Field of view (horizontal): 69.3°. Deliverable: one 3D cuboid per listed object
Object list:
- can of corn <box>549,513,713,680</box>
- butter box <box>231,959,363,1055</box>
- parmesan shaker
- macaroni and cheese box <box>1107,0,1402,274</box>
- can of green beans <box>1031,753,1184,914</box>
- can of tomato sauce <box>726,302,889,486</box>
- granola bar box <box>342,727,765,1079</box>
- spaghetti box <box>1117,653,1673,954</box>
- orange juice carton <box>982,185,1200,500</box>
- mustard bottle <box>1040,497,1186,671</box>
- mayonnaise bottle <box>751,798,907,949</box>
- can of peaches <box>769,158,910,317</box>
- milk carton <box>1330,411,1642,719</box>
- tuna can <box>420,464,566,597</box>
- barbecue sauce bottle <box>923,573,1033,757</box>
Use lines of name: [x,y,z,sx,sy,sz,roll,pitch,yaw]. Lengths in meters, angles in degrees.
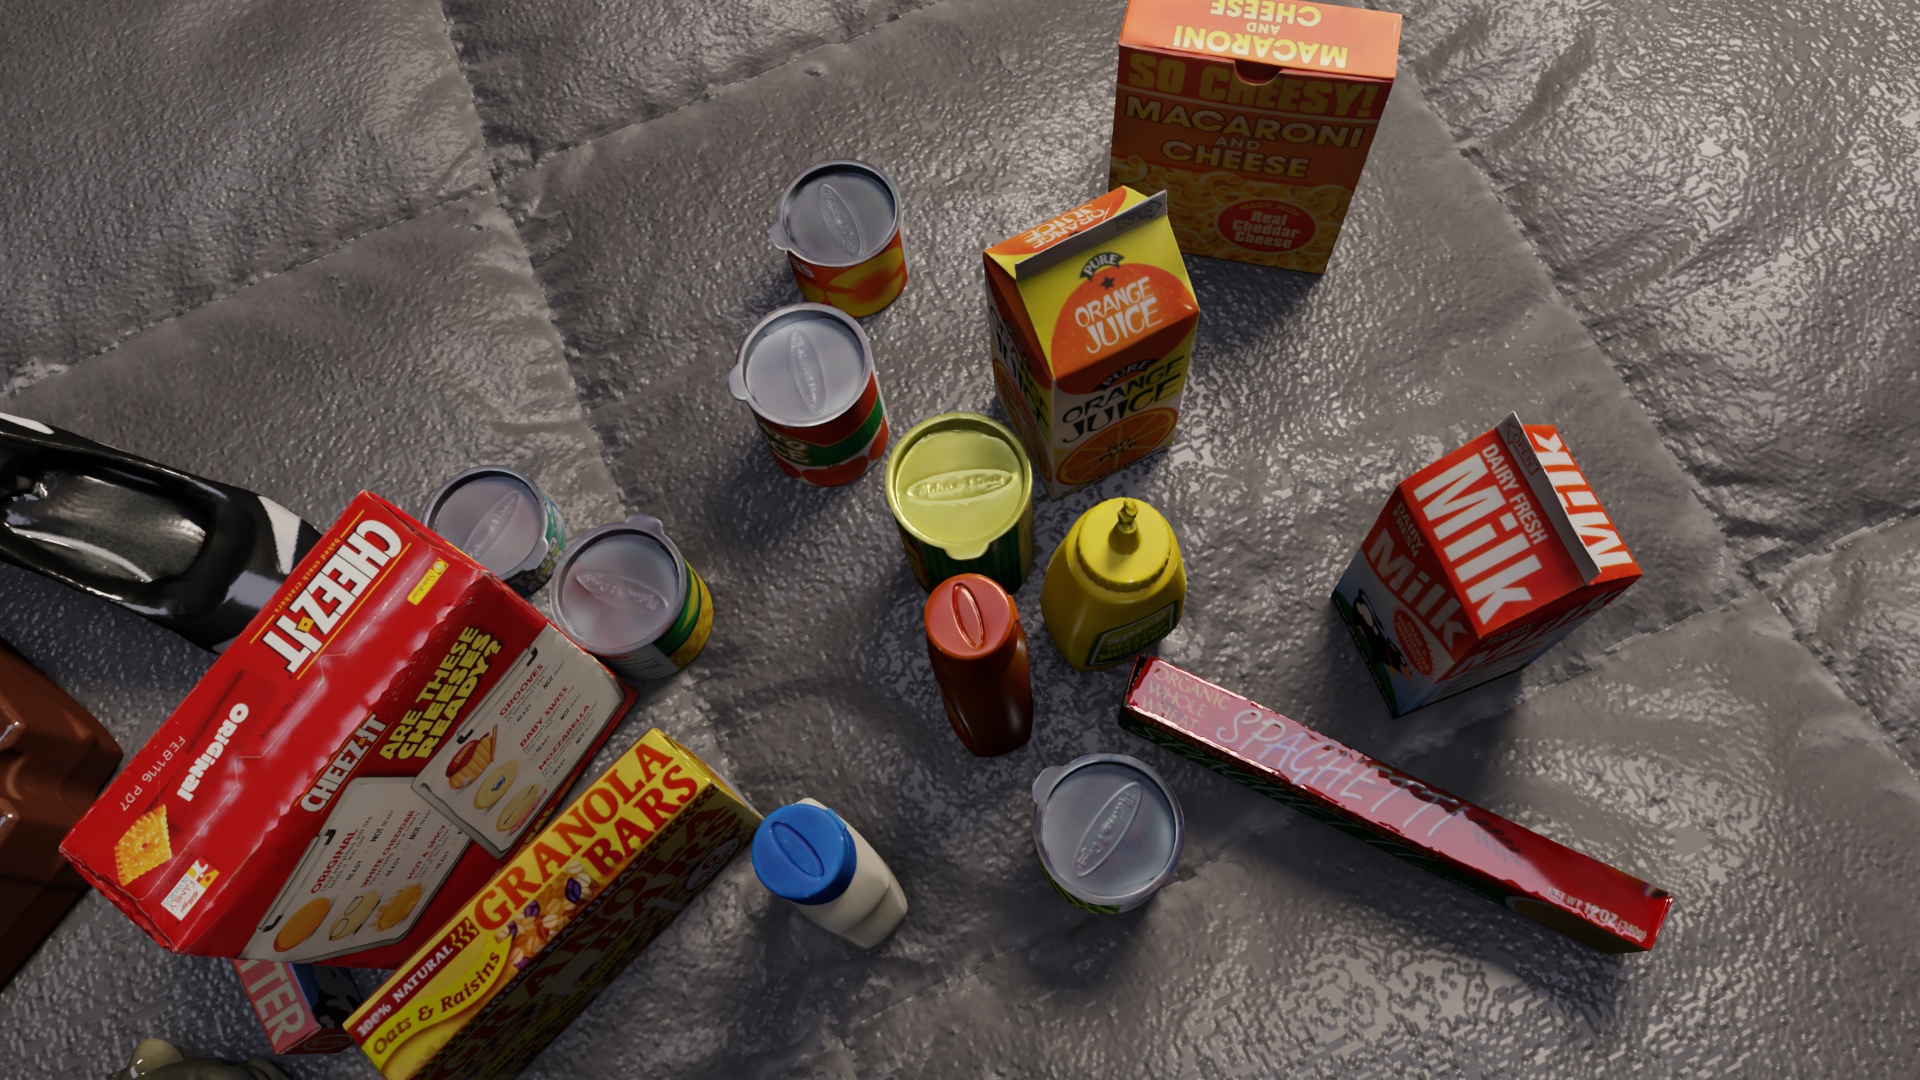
can of corn: [-0.160,0.029,0.687,0.071,0.058,0.071,-1,71,3]
butter box: [-0.314,0.187,0.643,0.024,0.053,0.104,-33,72,-8]
parmesan shaker: [0.002,-0.008,0.666,0.071,0.102,0.071,-1,71,3]
macaroni and cheese box: [0.138,-0.199,0.692,0.124,0.166,0.040,10,72,7]
can of green beans: [0.067,0.135,0.635,0.071,0.057,0.071,-1,71,3]
can of tomato sauce: [-0.074,-0.071,0.704,0.071,0.083,0.071,-1,71,3]
granola bar box: [-0.167,0.162,0.605,0.039,0.124,0.166,42,78,16]
spaghetti box: [0.189,0.120,0.637,0.250,0.050,0.029,24,74,11]
orange juice carton: [0.058,-0.095,0.646,0.072,0.192,0.073,-25,71,-5]
mustard bottle: [0.070,0.017,0.623,0.065,0.159,0.049,-24,71,-5]
mayonnaise bottle: [-0.058,0.141,0.593,0.041,0.147,0.065,-43,74,-11]
can of peaches: [-0.064,-0.161,0.749,0.071,0.058,0.071,-1,71,3]
milk carton: [0.224,0.013,0.599,0.073,0.190,0.072,-21,71,-3]
tuna can: [-0.238,-0.002,0.716,0.071,0.032,0.071,-1,70,3]
barbecue sauce bottle: [0.008,0.053,0.620,0.044,0.148,0.065,-17,71,-2]
